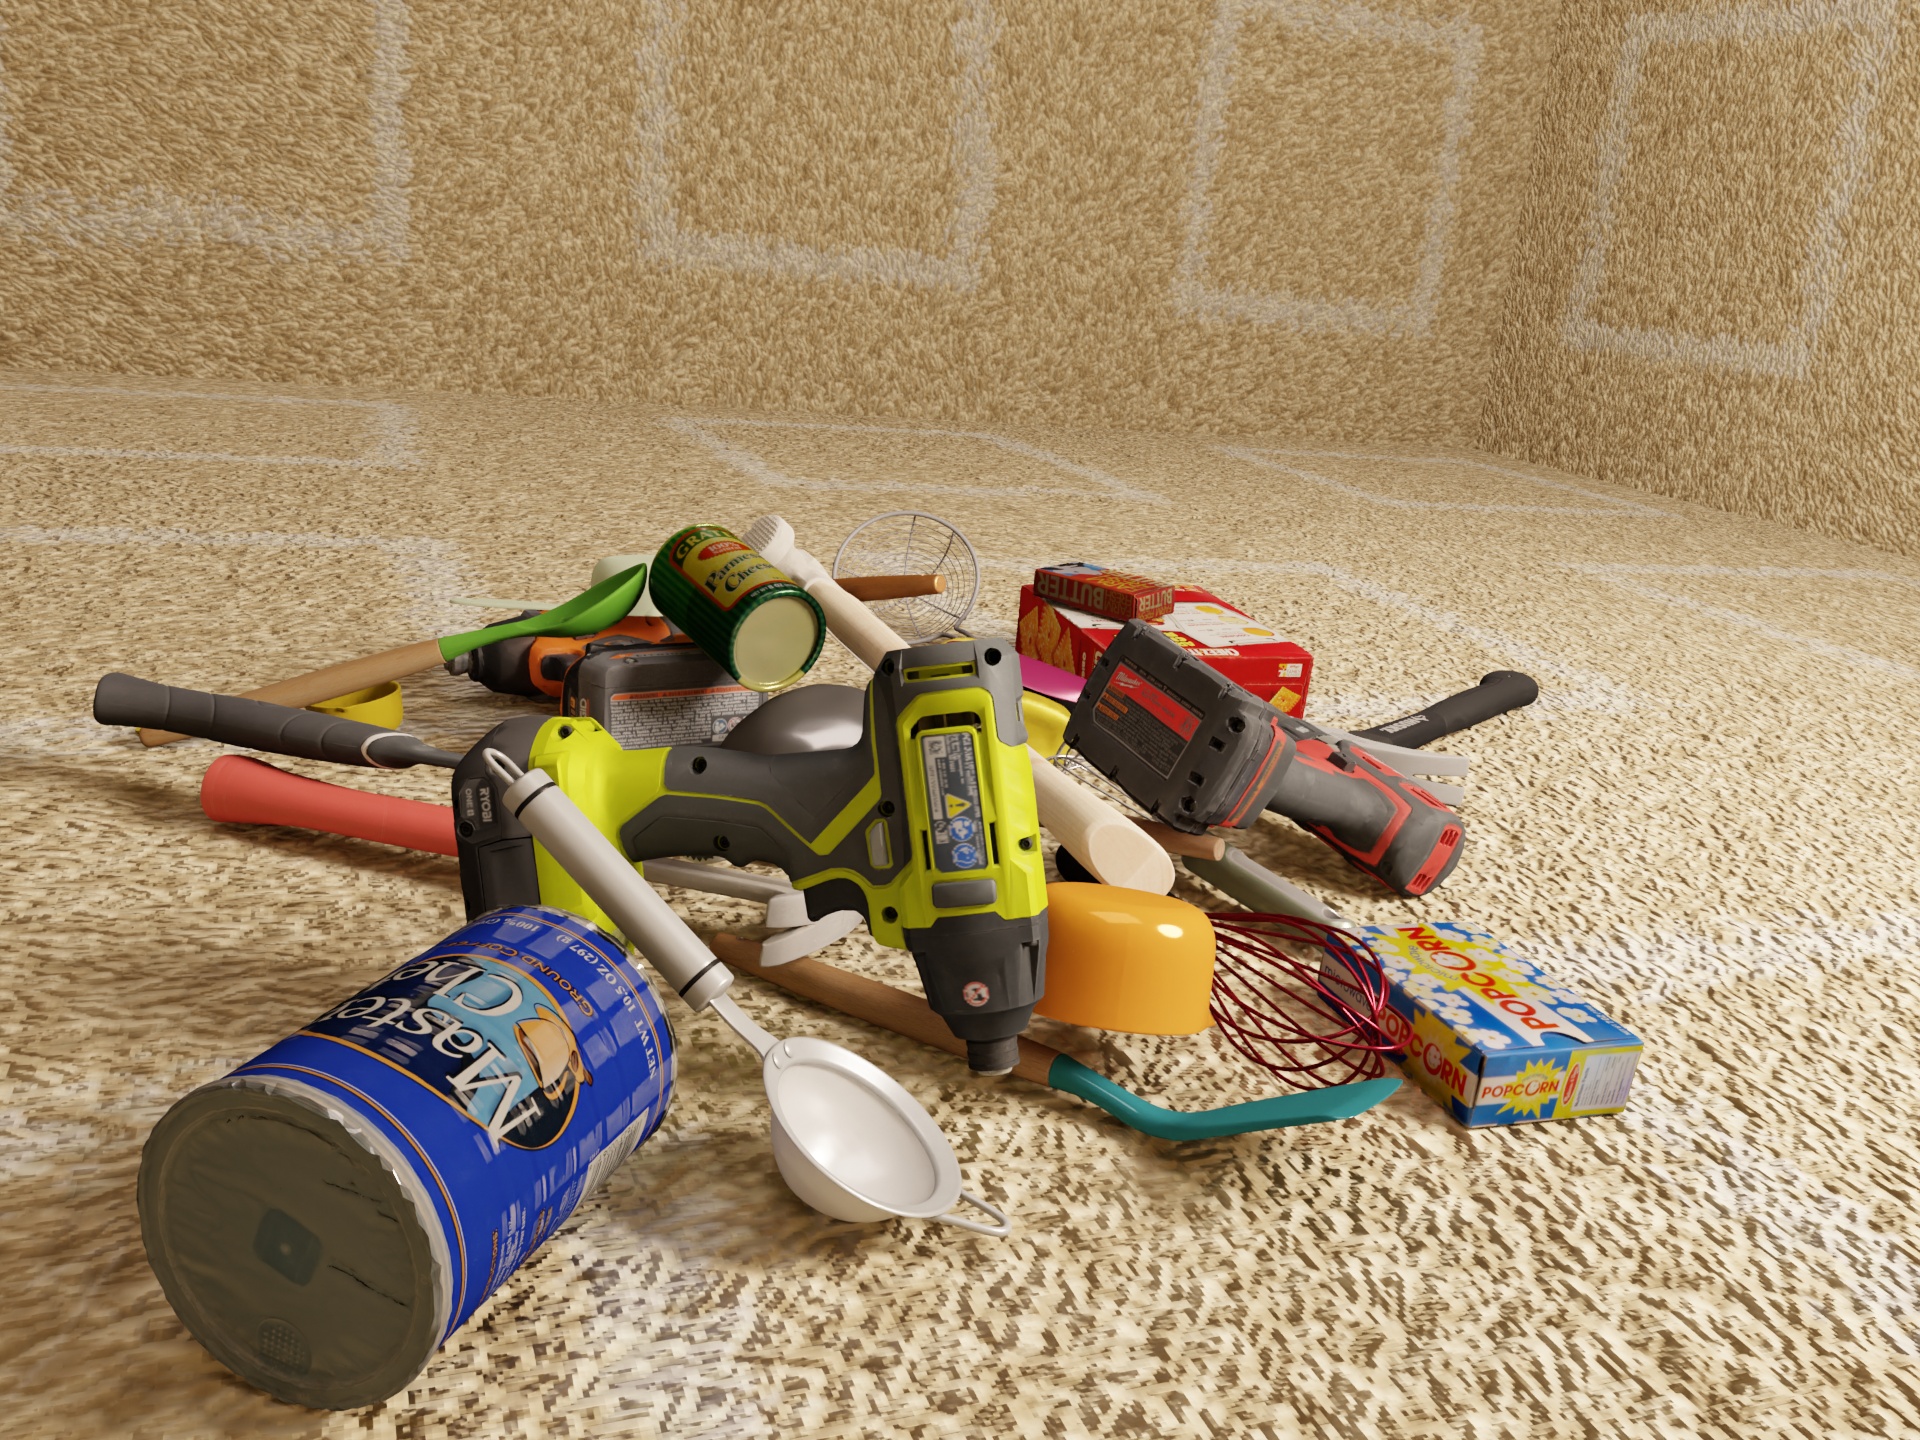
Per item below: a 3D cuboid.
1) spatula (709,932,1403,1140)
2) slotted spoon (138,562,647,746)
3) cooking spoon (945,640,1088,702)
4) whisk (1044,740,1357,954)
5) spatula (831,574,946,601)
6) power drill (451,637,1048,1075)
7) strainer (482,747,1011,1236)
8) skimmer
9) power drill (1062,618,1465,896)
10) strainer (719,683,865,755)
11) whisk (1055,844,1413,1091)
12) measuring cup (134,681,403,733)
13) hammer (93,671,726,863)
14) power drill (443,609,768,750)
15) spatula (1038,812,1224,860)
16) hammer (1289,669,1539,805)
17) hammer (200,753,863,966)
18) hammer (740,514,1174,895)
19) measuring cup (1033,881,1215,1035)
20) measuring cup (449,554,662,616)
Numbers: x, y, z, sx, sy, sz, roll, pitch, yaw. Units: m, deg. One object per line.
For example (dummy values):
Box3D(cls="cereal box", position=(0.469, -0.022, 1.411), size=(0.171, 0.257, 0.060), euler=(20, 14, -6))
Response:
Box3D(cls="spatula", position=(0.021, 0.129, 0.676), size=(0.318, 0.044, 0.082), euler=(14, 6, 29))
Box3D(cls="slotted spoon", position=(-0.336, -0.035, 0.956), size=(0.313, 0.031, 0.070), euler=(-17, 18, -4))
Box3D(cls="cooking spoon", position=(0.141, -0.002, 1.075), size=(0.319, 0.017, 0.069), euler=(19, 12, 0))
Box3D(cls="whisk", position=(0.130, 0.069, 0.903), size=(0.057, 0.059, 0.247), euler=(5, 18, -40))
Box3D(cls="spatula", position=(-0.134, -0.082, 1.165), size=(0.323, 0.041, 0.081), euler=(0, 6, 41))
Box3D(cls="power drill", position=(-0.078, 0.064, 0.640), size=(0.223, 0.171, 0.080), euler=(-6, 2, 8))
Box3D(cls="strainer", position=(-0.087, 0.104, 0.579), size=(0.258, 0.050, 0.087), euler=(46, 15, 6))
Box3D(cls="skimmer", position=(0.009, -0.076, 1.257), size=(0.127, 0.090, 0.364), euler=(-33, 31, -11))
Box3D(cls="power drill", position=(0.166, 0.017, 0.917), size=(0.226, 0.080, 0.188), euler=(20, 14, -40))
Box3D(cls="strainer", position=(-0.130, 0.020, 0.908), size=(0.256, 0.069, 0.152), euler=(-2, 25, -9))
Box3D(cls="whisk", position=(0.116, 0.105, 0.773), size=(0.073, 0.073, 0.296), euler=(-1, 12, -22))
Box3D(cls="measuring cup", position=(-0.424, 0.003, 0.983), size=(0.156, 0.029, 0.062), euler=(-10, 20, -9))
Box3D(cls="hammer", position=(-0.276, 0.017, 0.830), size=(0.409, 0.036, 0.149), euler=(9, 4, 15))
Box3D(cls="power drill", position=(-0.236, -0.027, 1.042), size=(0.164, 0.084, 0.227), euler=(-5, 16, -30))
Box3D(cls="spatula", position=(0.012, 0.047, 0.947), size=(0.316, 0.018, 0.060), euler=(10, 22, 34))
Box3D(cls="hammer", position=(0.371, 0.002, 1.221), size=(0.146, 0.035, 0.334), euler=(18, 21, 36))
Box3D(cls="hammer", position=(-0.225, 0.063, 0.792), size=(0.359, 0.036, 0.149), euler=(9, 5, 14))
Box3D(cls="hammer", position=(-0.001, -0.003, 0.914), size=(0.146, 0.038, 0.411), euler=(43, -1, -38))
Box3D(cls="measuring cup", position=(0.066, 0.097, 0.722), size=(0.095, 0.052, 0.173), euler=(8, 3, 0))
Box3D(cls="measuring cup", position=(-0.257, -0.093, 1.073), size=(0.167, 0.038, 0.083), euler=(0, 10, -18))
